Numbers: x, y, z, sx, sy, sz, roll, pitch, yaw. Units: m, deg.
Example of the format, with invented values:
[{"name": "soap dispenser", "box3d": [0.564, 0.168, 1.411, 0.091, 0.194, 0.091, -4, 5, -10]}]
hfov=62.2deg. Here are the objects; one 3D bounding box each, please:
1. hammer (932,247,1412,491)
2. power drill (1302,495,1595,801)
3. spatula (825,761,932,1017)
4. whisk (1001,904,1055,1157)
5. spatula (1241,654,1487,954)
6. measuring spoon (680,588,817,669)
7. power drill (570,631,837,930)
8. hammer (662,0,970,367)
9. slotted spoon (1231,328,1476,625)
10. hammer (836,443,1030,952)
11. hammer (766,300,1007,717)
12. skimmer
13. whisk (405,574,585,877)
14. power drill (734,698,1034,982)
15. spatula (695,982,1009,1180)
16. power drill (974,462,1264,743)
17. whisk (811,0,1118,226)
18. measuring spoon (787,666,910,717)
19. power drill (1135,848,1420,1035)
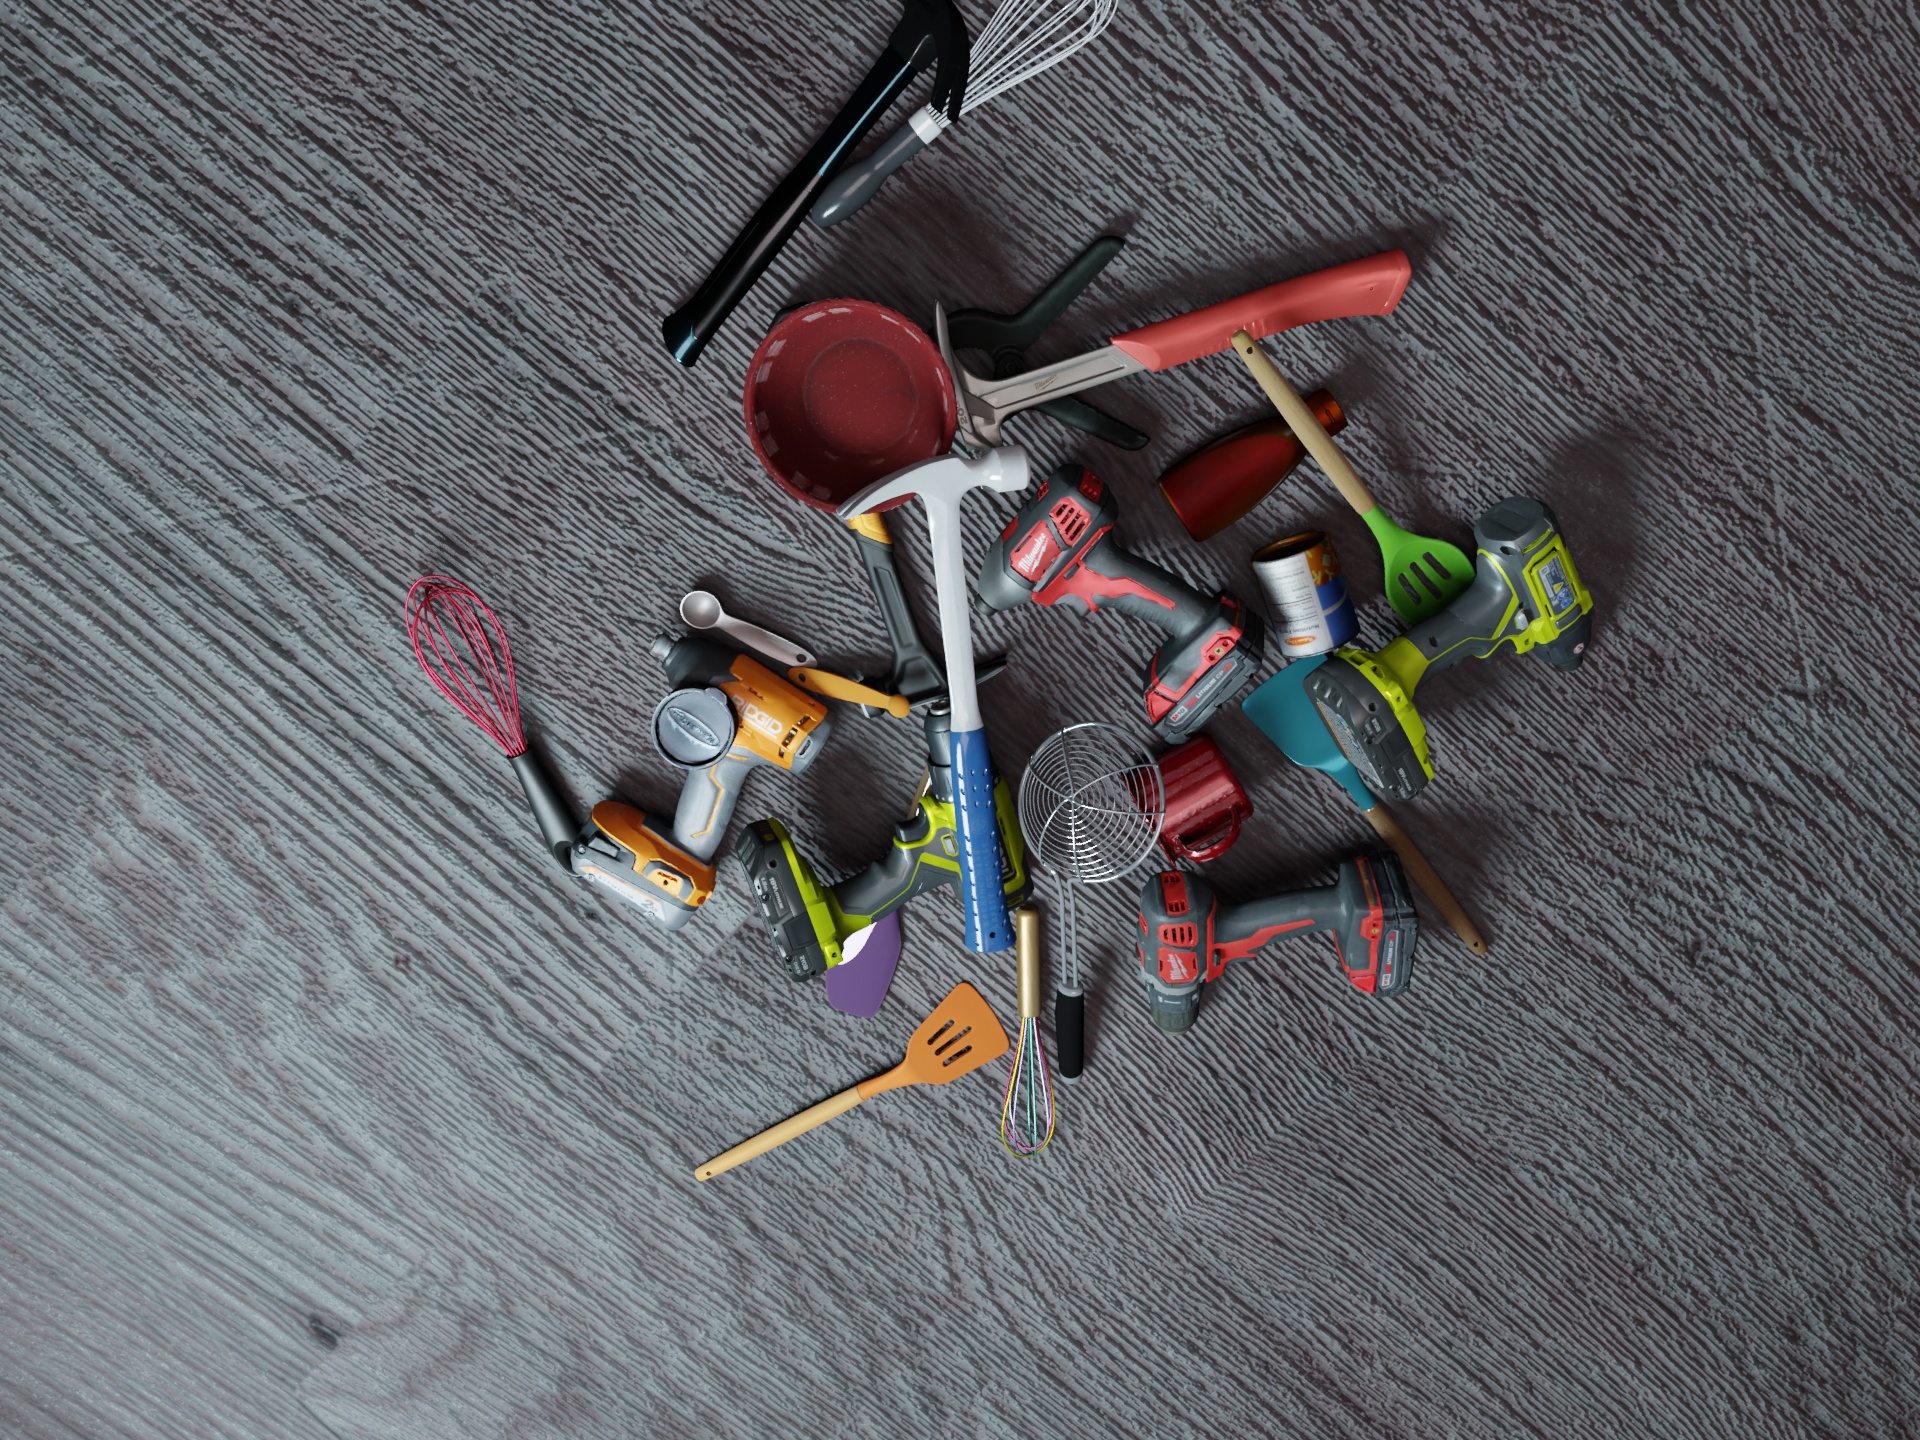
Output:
[{"name": "hammer", "box3d": [0.162, -0.297, 1.201, 0.359, 0.037, 0.149, -18, 109, 0]}, {"name": "power drill", "box3d": [0.395, -0.047, 1.255, 0.223, 0.080, 0.171, -39, 127, -1]}, {"name": "spatula", "box3d": [-0.053, 0.122, 1.380, 0.059, 0.018, 0.315, 19, 109, -4]}, {"name": "whisk", "box3d": [0.059, 0.282, 1.419, 0.047, 0.051, 0.245, 0, 105, 7]}, {"name": "spatula", "box3d": [0.361, 0.084, 1.356, 0.082, 0.044, 0.317, -36, 109, 12]}, {"name": "measuring spoon", "box3d": [-0.174, -0.075, 1.322, 0.124, 0.018, 0.034, 27, 117, -14]}, {"name": "power drill", "box3d": [-0.230, 0.043, 1.327, 0.164, 0.084, 0.226, 34, 102, -9]}, {"name": "hammer", "box3d": [-0.115, -0.399, 1.181, 0.331, 0.033, 0.128, -46, 64, 20]}, {"name": "slotted spoon", "box3d": [0.304, -0.185, 1.233, 0.070, 0.031, 0.313, -40, 116, 11]}, {"name": "hammer", "box3d": [-0.002, -0.004, 1.235, 0.144, 0.035, 0.405, -10, 111, -11]}, {"name": "hammer", "box3d": [-0.071, -0.171, 1.274, 0.127, 0.034, 0.336, -17, 107, 8]}, {"name": "skimmer", "box3d": [0.108, 0.166, 1.344, 0.127, 0.090, 0.363, 22, 136, 28]}, {"name": "whisk", "box3d": [-0.379, 0.010, 1.333, 0.073, 0.073, 0.295, -19, 114, 7]}, {"name": "power drill", "box3d": [-0.062, 0.100, 1.309, 0.228, 0.080, 0.190, -23, 115, -12]}, {"name": "spatula", "box3d": [-0.109, 0.345, 1.454, 0.322, 0.041, 0.081, -29, 106, 15]}, {"name": "power drill", "box3d": [0.122, -0.088, 1.261, 0.219, 0.079, 0.143, 37, 120, -11]}, {"name": "whisk", "box3d": [-0.001, -0.460, 1.169, 0.284, 0.070, 0.070, -36, 104, 17]}, {"name": "measuring spoon", "box3d": [-0.094, -0.023, 1.306, 0.117, 0.011, 0.021, 17, 119, 23]}, {"name": "power drill", "box3d": [0.262, 0.196, 1.352, 0.226, 0.080, 0.187, -6, 134, 2]}]
